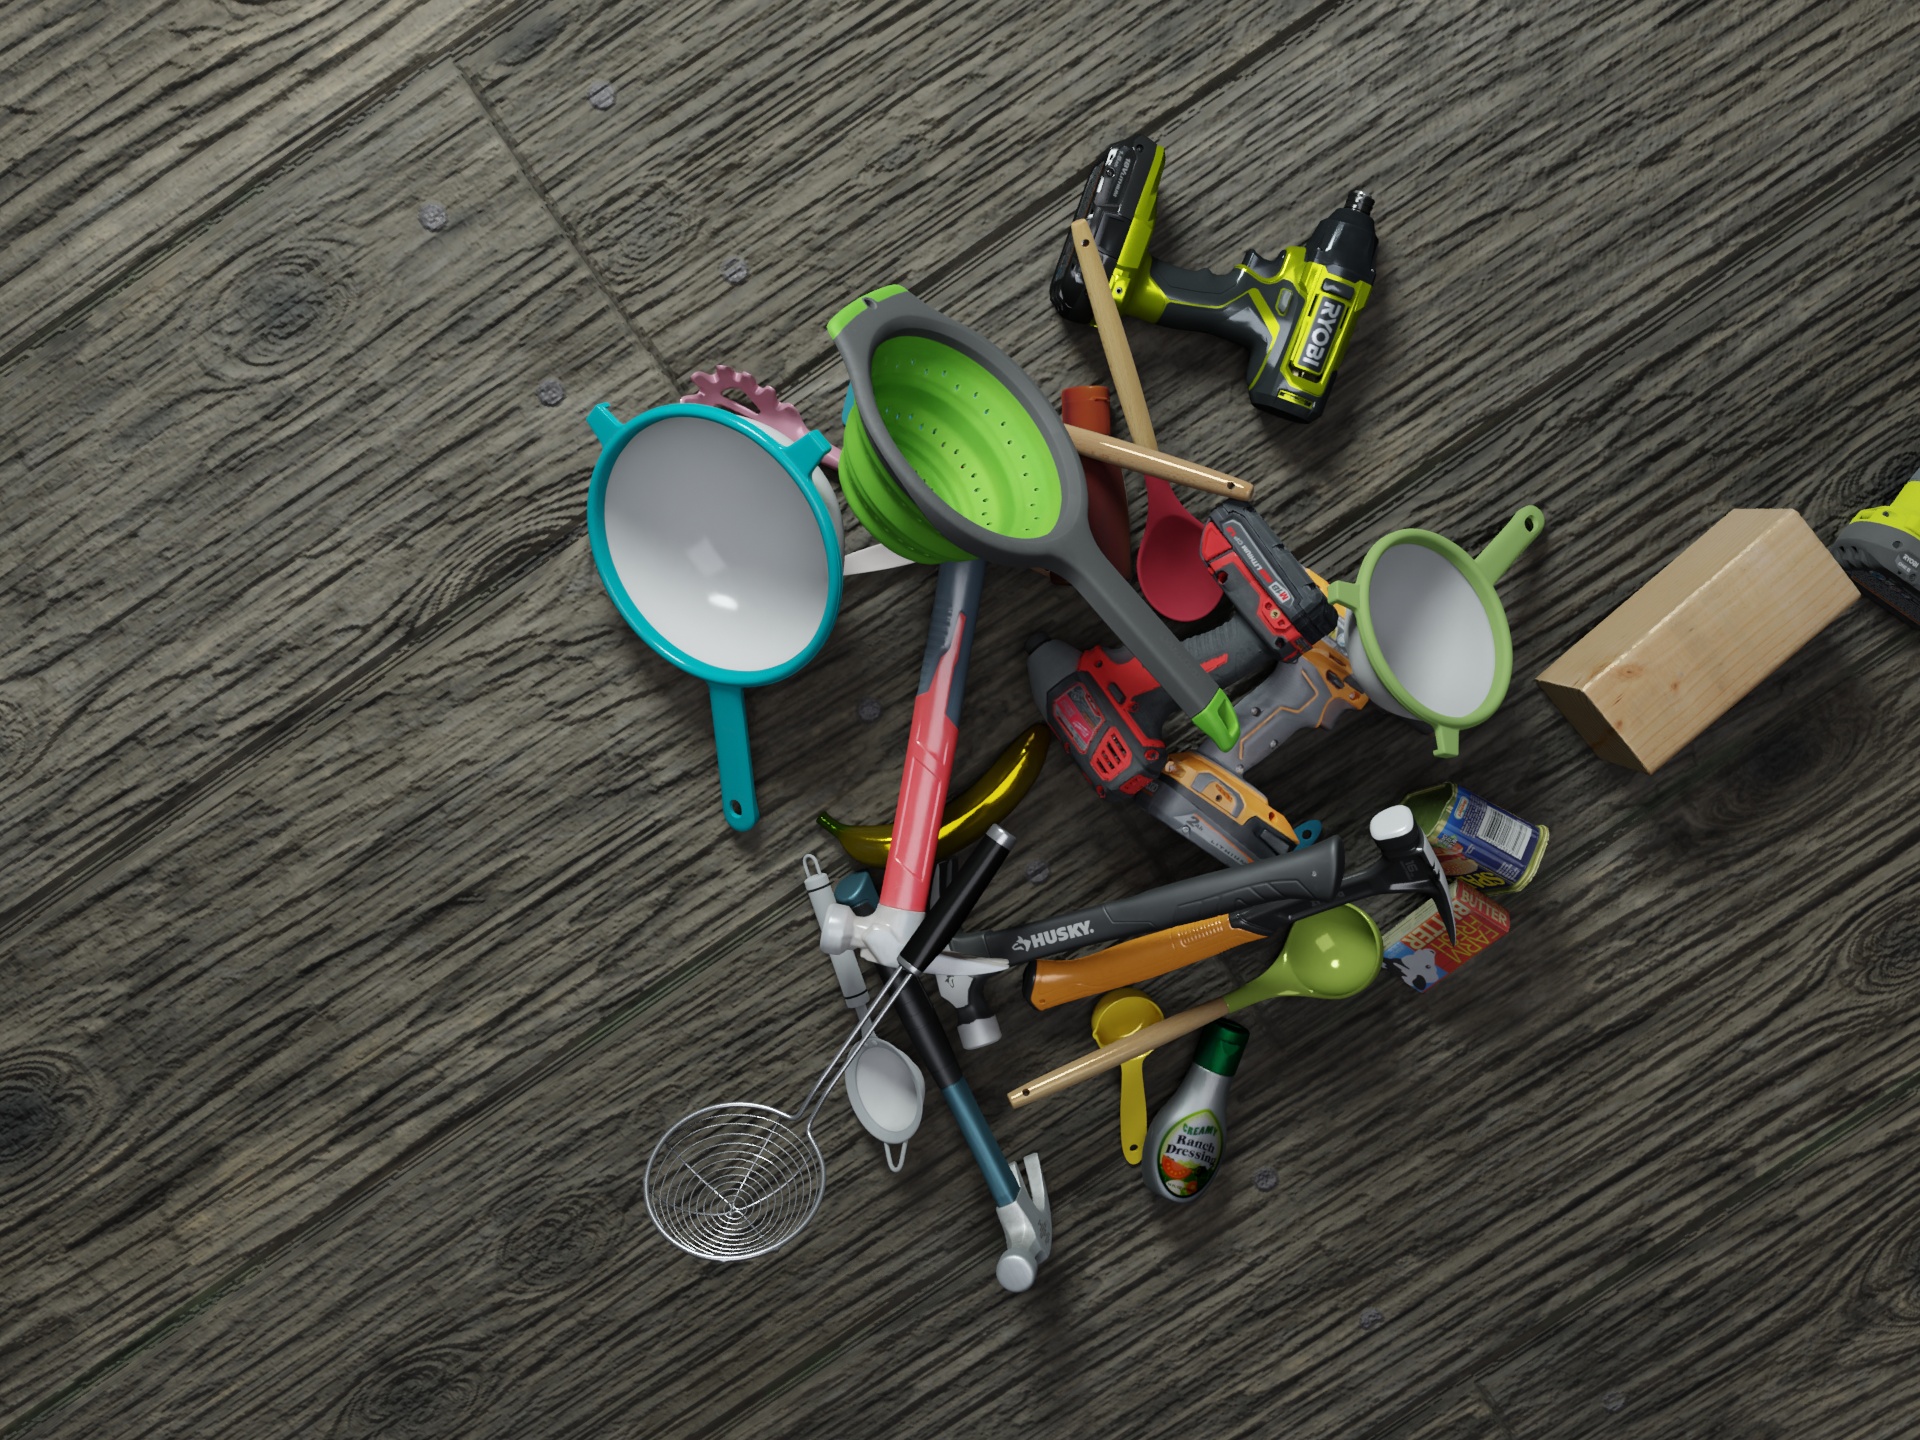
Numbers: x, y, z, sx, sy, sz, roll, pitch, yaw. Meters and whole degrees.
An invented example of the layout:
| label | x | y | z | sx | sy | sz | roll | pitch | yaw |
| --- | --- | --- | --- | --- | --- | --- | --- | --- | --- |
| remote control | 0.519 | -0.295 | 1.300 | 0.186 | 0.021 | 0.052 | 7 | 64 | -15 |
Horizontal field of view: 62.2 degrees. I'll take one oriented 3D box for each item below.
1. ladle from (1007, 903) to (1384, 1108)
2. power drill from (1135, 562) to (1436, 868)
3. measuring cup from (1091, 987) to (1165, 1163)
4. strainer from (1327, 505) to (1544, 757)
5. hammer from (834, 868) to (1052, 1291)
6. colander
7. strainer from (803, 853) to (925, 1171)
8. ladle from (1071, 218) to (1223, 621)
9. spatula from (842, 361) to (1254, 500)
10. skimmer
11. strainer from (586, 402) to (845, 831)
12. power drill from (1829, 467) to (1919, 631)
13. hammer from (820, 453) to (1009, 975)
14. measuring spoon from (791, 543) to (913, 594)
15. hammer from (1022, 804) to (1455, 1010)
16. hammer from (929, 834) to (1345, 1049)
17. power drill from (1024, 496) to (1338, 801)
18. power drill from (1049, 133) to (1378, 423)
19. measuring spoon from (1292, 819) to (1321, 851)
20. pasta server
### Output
| label | x | y | z | sx | sy | sz | roll | pitch | yaw |
| --- | --- | --- | --- | --- | --- | --- | --- | --- | --- |
| ladle | 0.183 | 0.228 | 1.241 | 0.320 | 0.062 | 0.078 | -22 | 62 | -9 |
| power drill | 0.266 | 0.017 | 1.233 | 0.185 | 0.084 | 0.226 | 34 | 90 | -9 |
| measuring cup | 0.136 | 0.288 | 1.292 | 0.062 | 0.029 | 0.156 | -7 | 110 | -9 |
| strainer | 0.360 | -0.087 | 1.194 | 0.256 | 0.069 | 0.151 | -41 | 97 | -35 |
| hammer | -0.013 | 0.270 | 1.240 | 0.033 | 0.128 | 0.331 | -27 | 89 | 14 |
| colander | 0.038 | -0.115 | 1.107 | 0.397 | 0.204 | 0.094 | 48 | 129 | -5 |
| strainer | -0.077 | 0.227 | 1.260 | 0.087 | 0.050 | 0.258 | -16 | 94 | 43 |
| ladle | 0.132 | -0.216 | 1.175 | 0.069 | 0.031 | 0.315 | -21 | 117 | 0 |
| spatula | 0.064 | -0.212 | 1.170 | 0.318 | 0.044 | 0.082 | 21 | 95 | 22 |
| skimmer | -0.083 | 0.220 | 1.132 | 0.127 | 0.090 | 0.363 | 35 | 88 | 29 |
| strainer | -0.159 | -0.081 | 1.191 | 0.211 | 0.095 | 0.340 | 11 | 121 | 23 |
| power drill | 0.808 | -0.181 | 1.235 | 0.190 | 0.080 | 0.228 | 32 | 92 | -7 |
| hammer | -0.002 | -0.004 | 1.190 | 0.143 | 0.038 | 0.386 | 10 | 92 | 0 |
| measuring spoon | -0.070 | -0.124 | 1.228 | 0.124 | 0.018 | 0.034 | -14 | 96 | -8 |
| hammer | 0.203 | 0.166 | 1.216 | 0.337 | 0.034 | 0.127 | -21 | 124 | 21 |
| hammer | 0.126 | 0.141 | 1.189 | 0.335 | 0.035 | 0.146 | -19 | 86 | 25 |
| power drill | 0.154 | -0.056 | 1.174 | 0.219 | 0.078 | 0.143 | -39 | 70 | 13 |
| power drill | 0.193 | -0.338 | 1.181 | 0.223 | 0.080 | 0.171 | 19 | 97 | -9 |
| measuring spoon | 0.242 | 0.126 | 1.271 | 0.128 | 0.021 | 0.042 | -44 | 98 | 4 |
| pasta server | -0.061 | -0.180 | 1.206 | 0.316 | 0.040 | 0.060 | 26 | 104 | -7 |
